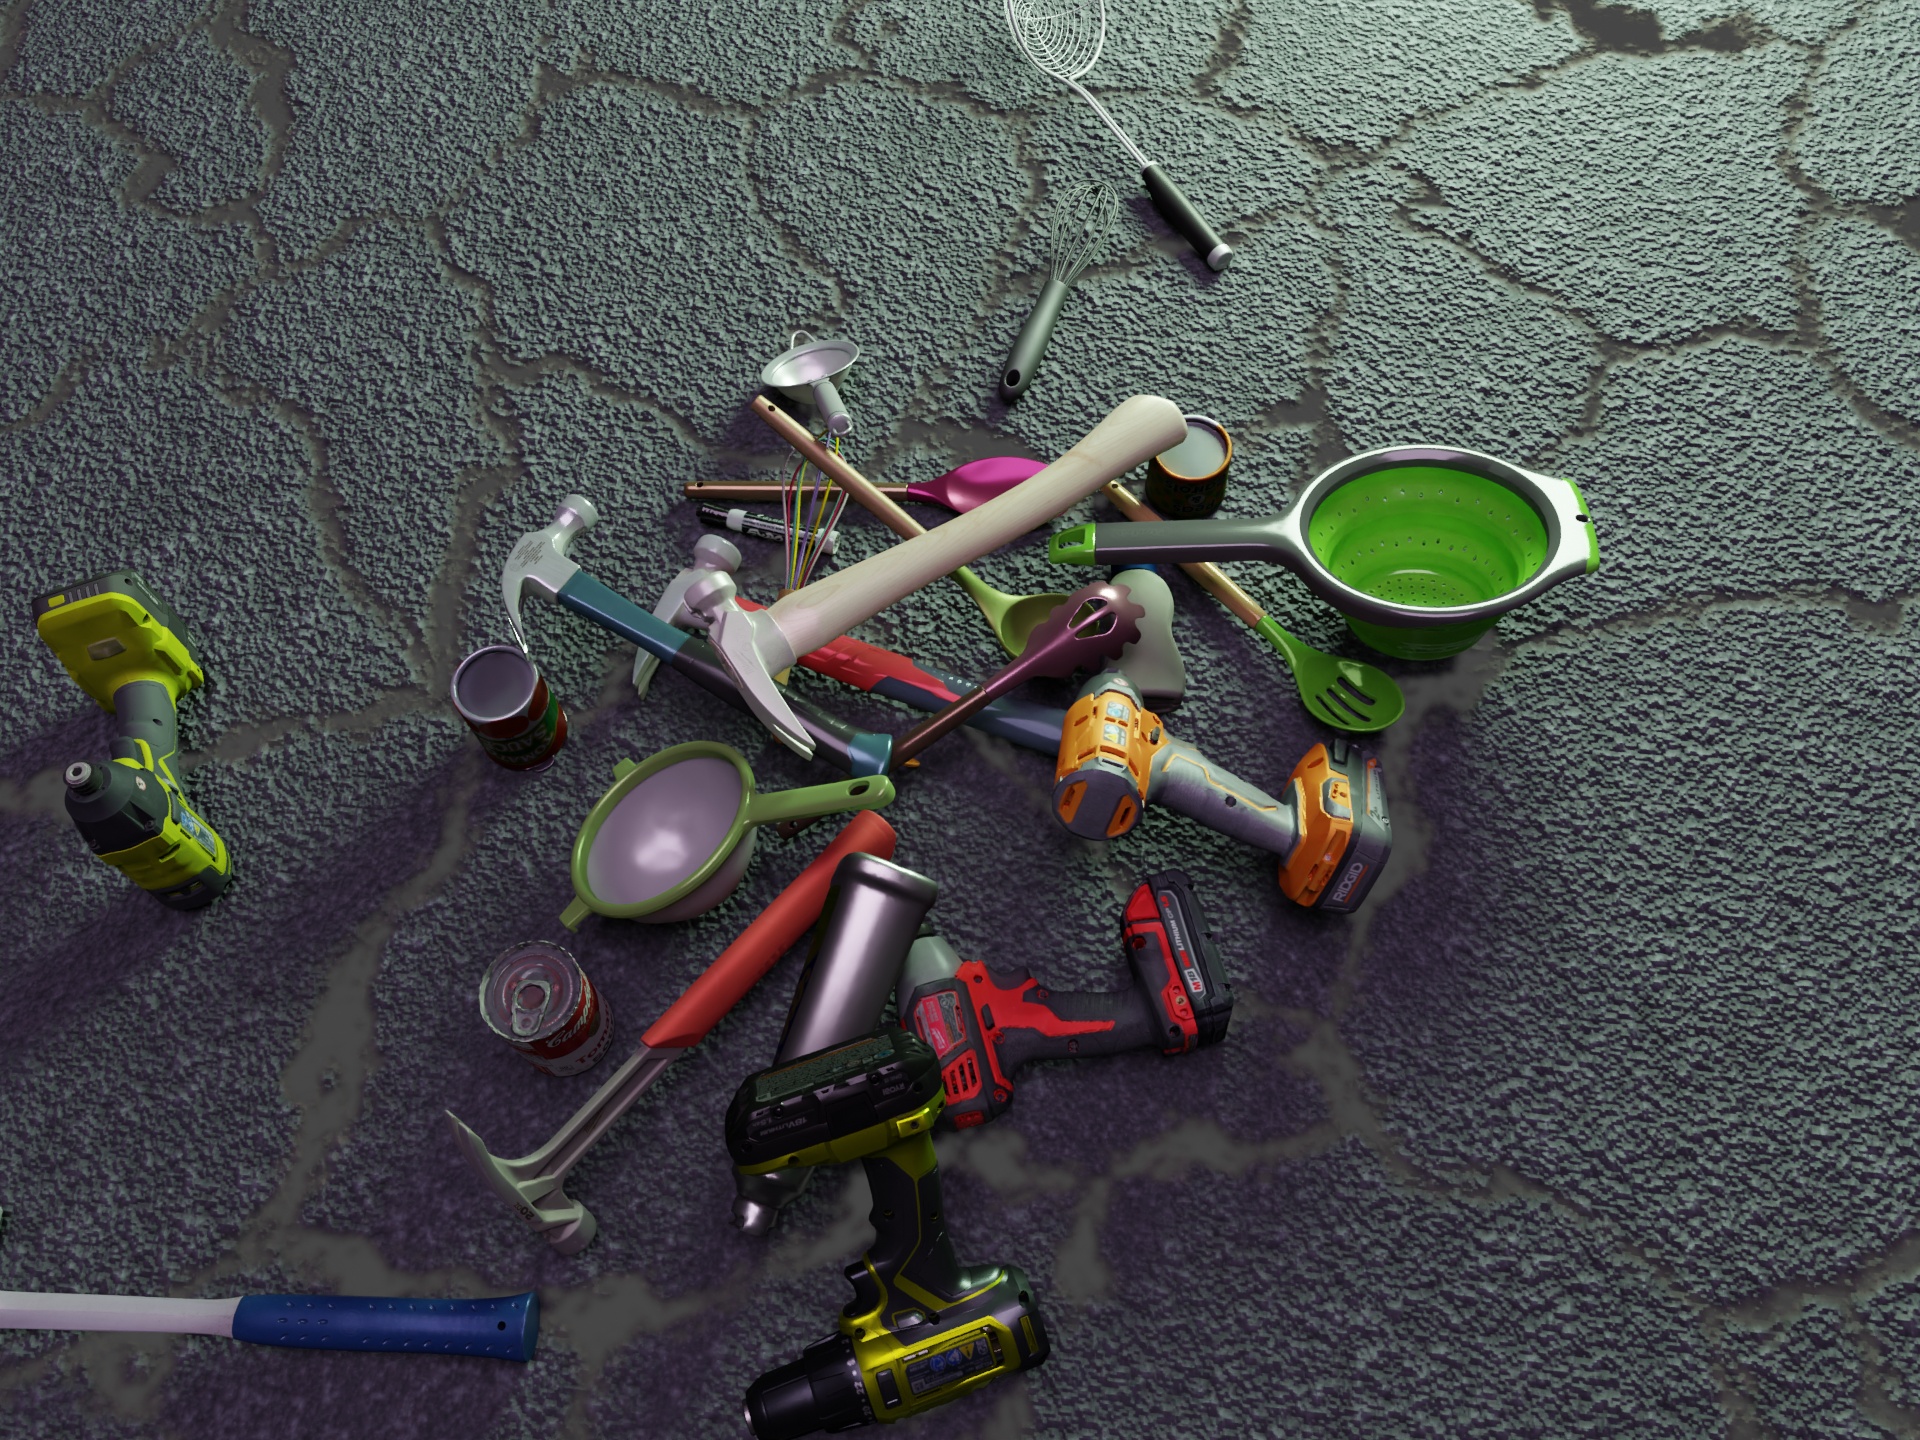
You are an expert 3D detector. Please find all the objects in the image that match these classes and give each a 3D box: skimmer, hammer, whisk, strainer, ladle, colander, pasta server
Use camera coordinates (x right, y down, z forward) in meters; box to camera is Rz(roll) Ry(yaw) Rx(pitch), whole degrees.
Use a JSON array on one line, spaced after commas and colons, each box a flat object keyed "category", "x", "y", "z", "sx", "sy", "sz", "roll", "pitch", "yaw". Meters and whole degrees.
[{"category": "skimmer", "x": 0.154, "y": -0.565, "z": 1.448, "sx": 0.127, "sy": 0.090, "sz": 0.364, "roll": -13, "pitch": 62, "yaw": -40}, {"category": "hammer", "x": -0.190, "y": -0.045, "z": 1.158, "sx": 0.331, "sy": 0.033, "sz": 0.128, "roll": 29, "pitch": 61, "yaw": 10}, {"category": "hammer", "x": 0.009, "y": -0.127, "z": 1.172, "sx": 0.410, "sy": 0.038, "sz": 0.146, "roll": -31, "pitch": 79, "yaw": -20}, {"category": "whisk", "x": 0.080, "y": -0.376, "z": 1.383, "sx": 0.055, "sy": 0.055, "sz": 0.239, "roll": 19, "pitch": 70, "yaw": 11}, {"category": "hammer", "x": -0.058, "y": -0.021, "z": 1.216, "sx": 0.386, "sy": 0.038, "sz": 0.143, "roll": 20, "pitch": 67, "yaw": 12}, {"category": "strainer", "x": -0.152, "y": 0.083, "z": 1.120, "sx": 0.256, "sy": 0.069, "sz": 0.152, "roll": -11, "pitch": 46, "yaw": 23}, {"category": "hammer", "x": -0.176, "y": 0.185, "z": 1.077, "sx": 0.037, "sy": 0.149, "sz": 0.359, "roll": 21, "pitch": 57, "yaw": 41}, {"category": "ladle", "x": -0.028, "y": -0.145, "z": 1.207, "sx": 0.320, "sy": 0.062, "sz": 0.078, "roll": 40, "pitch": 56, "yaw": -6}, {"category": "colander", "x": 0.268, "y": -0.111, "z": 1.213, "sx": 0.397, "sy": 0.094, "sz": 0.205, "roll": -1, "pitch": 46, "yaw": 8}, {"category": "whisk", "x": -0.126, "y": -0.115, "z": 1.223, "sx": 0.047, "sy": 0.051, "sz": 0.245, "roll": 1, "pitch": 69, "yaw": 26}, {"category": "hammer", "x": -0.478, "y": 0.392, "z": 1.028, "sx": 0.405, "sy": 0.035, "sz": 0.144, "roll": 1, "pitch": 63, "yaw": 3}, {"category": "strainer", "x": -0.112, "y": -0.264, "z": 1.286, "sx": 0.087, "sy": 0.050, "sz": 0.259, "roll": -19, "pitch": 28, "yaw": -3}, {"category": "pasta server", "x": -0.002, "y": -0.004, "z": 1.171, "sx": 0.316, "sy": 0.040, "sz": 0.060, "roll": -34, "pitch": 80, "yaw": 4}]

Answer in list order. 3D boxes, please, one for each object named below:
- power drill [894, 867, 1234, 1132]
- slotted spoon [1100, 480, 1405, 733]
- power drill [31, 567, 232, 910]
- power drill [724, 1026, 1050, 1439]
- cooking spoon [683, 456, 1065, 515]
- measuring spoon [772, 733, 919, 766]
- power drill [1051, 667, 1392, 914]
[{"category": "power drill", "x": 0.065, "y": 0.184, "z": 1.092, "sx": 0.219, "sy": 0.078, "sz": 0.143, "roll": -16, "pitch": 64, "yaw": -3}, {"category": "slotted spoon", "x": 0.219, "y": -0.094, "z": 1.249, "sx": 0.070, "sy": 0.031, "sz": 0.314, "roll": -35, "pitch": 65, "yaw": -23}, {"category": "power drill", "x": -0.601, "y": 0.008, "z": 1.150, "sx": 0.080, "sy": 0.171, "sz": 0.223, "roll": -20, "pitch": 62, "yaw": -8}, {"category": "power drill", "x": -0.065, "y": 0.324, "z": 0.981, "sx": 0.190, "sy": 0.080, "sz": 0.228, "roll": -18, "pitch": 97, "yaw": -7}, {"category": "cooking spoon", "x": -0.069, "y": -0.188, "z": 1.310, "sx": 0.319, "sy": 0.017, "sz": 0.069, "roll": 1, "pitch": 63, "yaw": 2}, {"category": "measuring spoon", "x": -0.088, "y": 0.023, "z": 1.208, "sx": 0.117, "sy": 0.021, "sz": 0.011, "roll": 13, "pitch": 108, "yaw": 7}, {"category": "power drill", "x": 0.179, "y": 0.038, "z": 1.119, "sx": 0.226, "sy": 0.084, "sz": 0.164, "roll": 18, "pitch": 36, "yaw": -3}]
